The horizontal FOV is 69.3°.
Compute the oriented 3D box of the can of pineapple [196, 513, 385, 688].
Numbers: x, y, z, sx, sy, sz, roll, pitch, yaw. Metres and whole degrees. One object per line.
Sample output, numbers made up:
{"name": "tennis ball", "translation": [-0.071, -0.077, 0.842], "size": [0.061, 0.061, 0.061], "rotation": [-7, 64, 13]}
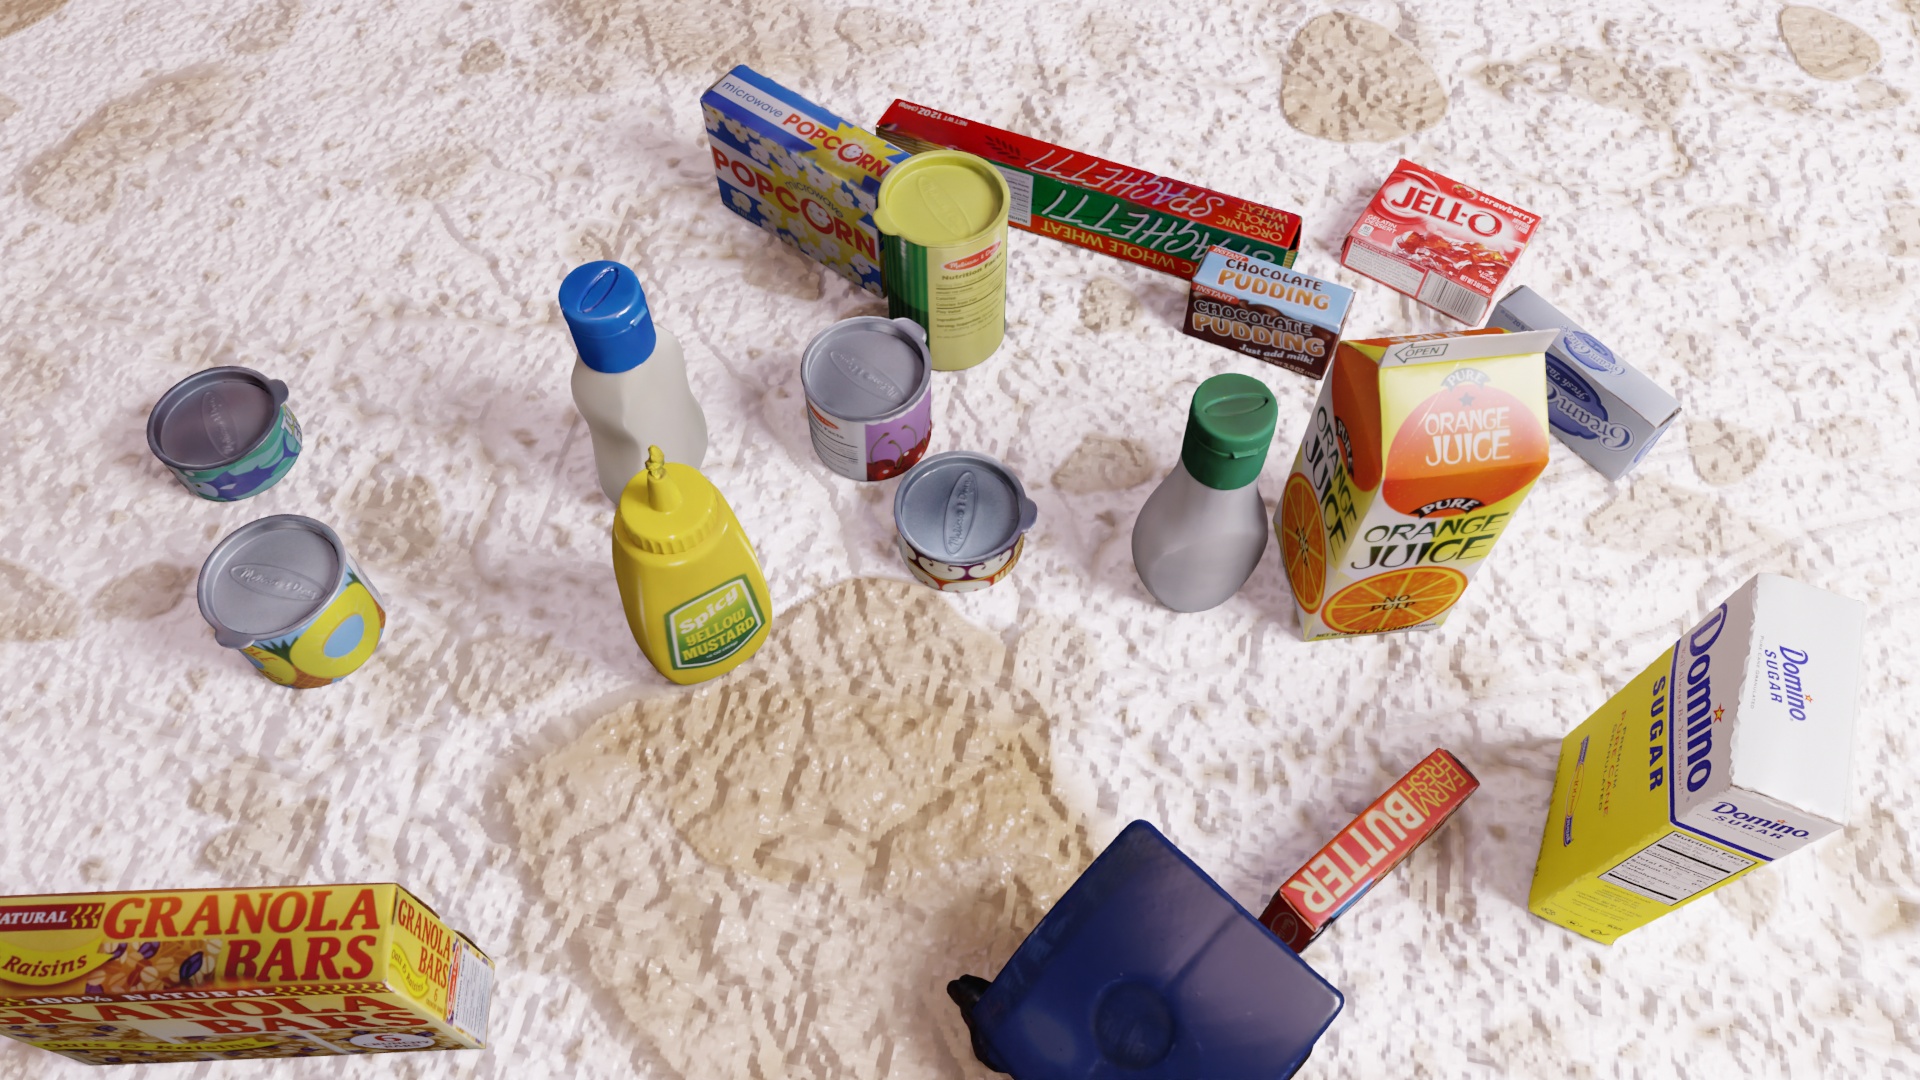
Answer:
{"name": "can of pineapple", "translation": [-0.316, 0.031, 0.658], "size": [0.071, 0.057, 0.071], "rotation": [0, 59, 0]}

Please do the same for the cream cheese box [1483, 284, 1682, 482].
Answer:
{"name": "cream cheese box", "translation": [0.320, -0.083, 0.730], "size": [0.024, 0.053, 0.104], "rotation": [-35, 65, -19]}

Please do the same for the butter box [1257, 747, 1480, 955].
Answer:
{"name": "butter box", "translation": [0.175, 0.135, 0.600], "size": [0.104, 0.053, 0.024], "rotation": [-35, 65, -19]}

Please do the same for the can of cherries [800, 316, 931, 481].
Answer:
{"name": "can of cherries", "translation": [-0.045, -0.074, 0.721], "size": [0.071, 0.058, 0.072], "rotation": [0, 59, 0]}

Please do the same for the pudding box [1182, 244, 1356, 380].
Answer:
{"name": "pudding box", "translation": [0.167, -0.125, 0.757], "size": [0.084, 0.049, 0.030], "rotation": [22, 62, 12]}

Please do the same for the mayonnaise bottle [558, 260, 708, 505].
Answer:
{"name": "mayonnaise bottle", "translation": [-0.158, -0.073, 0.668], "size": [0.041, 0.147, 0.065], "rotation": [22, 62, 12]}

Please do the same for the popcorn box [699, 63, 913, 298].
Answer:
{"name": "popcorn box", "translation": [-0.083, -0.202, 0.781], "size": [0.127, 0.084, 0.038], "rotation": [33, 65, 18]}

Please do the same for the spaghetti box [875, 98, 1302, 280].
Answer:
{"name": "spaghetti box", "translation": [0.071, -0.194, 0.798], "size": [0.250, 0.050, 0.029], "rotation": [19, 61, 11]}

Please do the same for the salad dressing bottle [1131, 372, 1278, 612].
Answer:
{"name": "salad dressing bottle", "translation": [0.115, -0.019, 0.637], "size": [0.064, 0.147, 0.044], "rotation": [-10, 60, -6]}

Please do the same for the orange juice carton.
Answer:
{"name": "orange juice carton", "translation": [0.199, -0.031, 0.618], "size": [0.072, 0.191, 0.073], "rotation": [-5, 60, -3]}

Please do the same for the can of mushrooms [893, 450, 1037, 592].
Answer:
{"name": "can of mushrooms", "translation": [0.002, -0.009, 0.697], "size": [0.071, 0.033, 0.071], "rotation": [0, 59, 0]}

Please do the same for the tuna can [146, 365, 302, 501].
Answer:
{"name": "tuna can", "translation": [-0.380, -0.056, 0.724], "size": [0.071, 0.032, 0.071], "rotation": [0, 59, 0]}

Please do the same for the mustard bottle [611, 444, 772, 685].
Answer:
{"name": "mustard bottle", "translation": [-0.122, 0.009, 0.612], "size": [0.065, 0.159, 0.049], "rotation": [-29, 64, -16]}

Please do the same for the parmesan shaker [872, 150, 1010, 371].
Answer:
{"name": "parmesan shaker", "translation": [-0.011, -0.145, 0.737], "size": [0.071, 0.102, 0.071], "rotation": [0, 60, 0]}

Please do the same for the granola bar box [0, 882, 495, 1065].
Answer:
{"name": "granola bar box", "translation": [-0.281, 0.169, 0.537], "size": [0.166, 0.123, 0.039], "rotation": [-2, 60, -1]}
